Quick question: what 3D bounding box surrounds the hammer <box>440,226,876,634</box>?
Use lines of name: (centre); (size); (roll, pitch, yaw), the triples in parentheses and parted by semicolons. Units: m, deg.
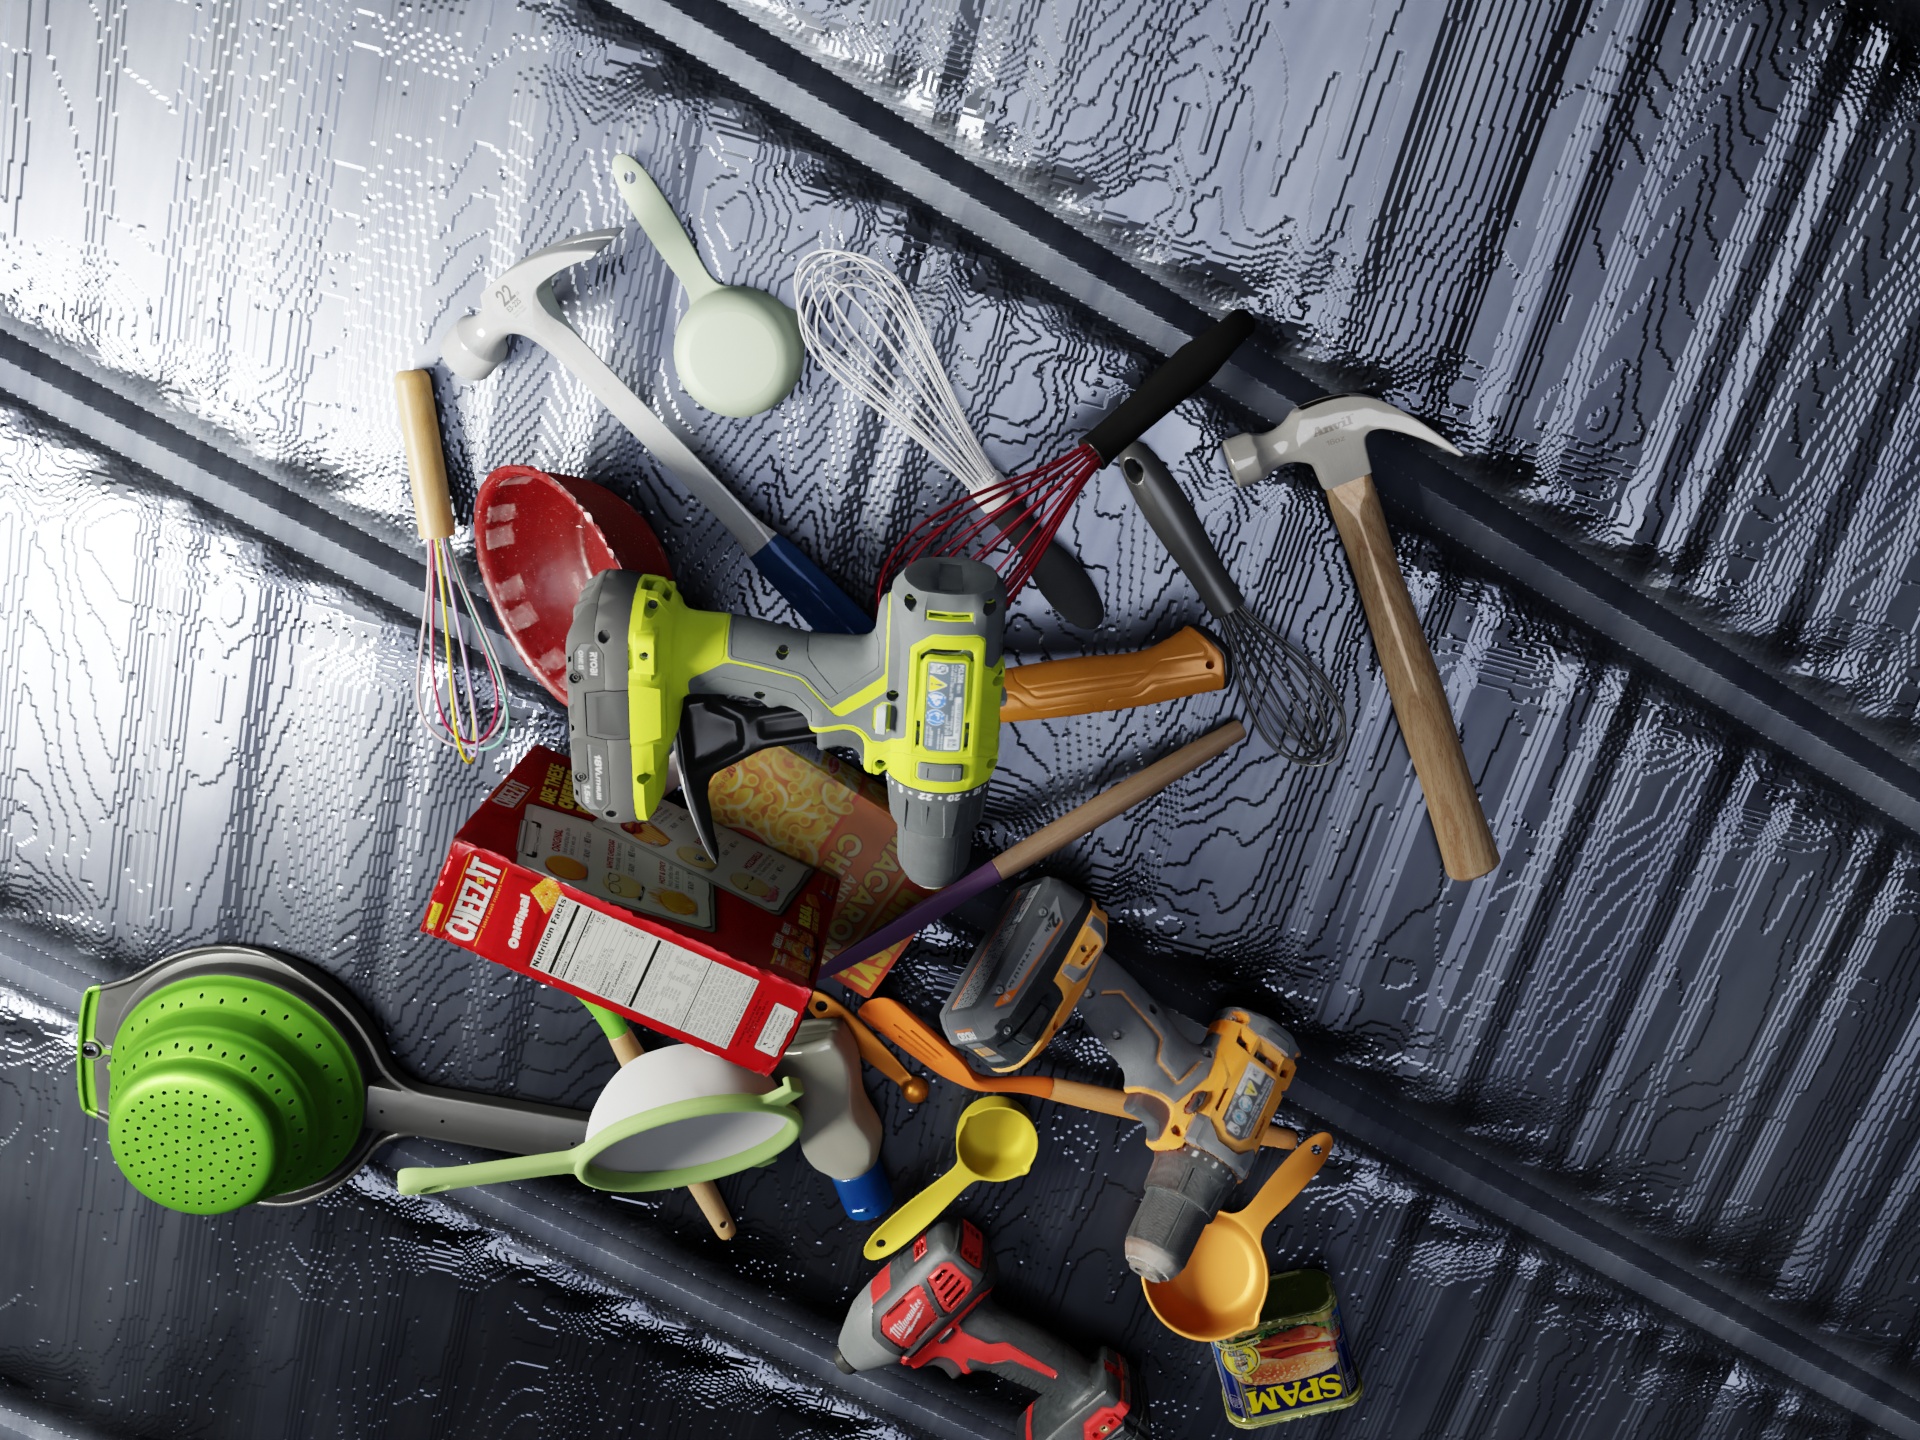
hammer: (-0.123, -0.115, 0.956); (0.144, 0.035, 0.405); (-30, 112, 39)

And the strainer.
strainer: (-0.234, 0.260, 1.041); (0.256, 0.069, 0.151); (-4, 148, -17)

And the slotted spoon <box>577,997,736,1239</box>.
slotted spoon: (-0.227, 0.237, 1.098); (0.070, 0.031, 0.313); (-29, 110, -15)

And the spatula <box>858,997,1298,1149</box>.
spatula: (0.086, 0.248, 1.091); (0.322, 0.081, 0.041); (15, 68, -12)

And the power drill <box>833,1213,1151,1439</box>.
power drill: (0.020, 0.471, 1.153); (0.219, 0.078, 0.143); (42, 103, -9)

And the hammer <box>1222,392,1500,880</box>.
hammer: (0.279, -0.047, 0.997); (0.130, 0.031, 0.331); (-21, 108, 8)

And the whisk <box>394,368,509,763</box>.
whisk: (-0.318, -0.091, 0.979); (0.051, 0.047, 0.245); (2, 106, 24)

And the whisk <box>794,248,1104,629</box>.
whisk: (-0.002, -0.161, 0.952); (0.070, 0.070, 0.284); (-36, 110, 12)

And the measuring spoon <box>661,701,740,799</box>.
measuring spoon: (-0.186, 0.034, 1.034); (0.034, 0.018, 0.124); (42, 103, -12)

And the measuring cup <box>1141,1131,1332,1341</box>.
measuring cup: (0.203, 0.357, 1.121); (0.095, 0.052, 0.173); (42, 87, 20)

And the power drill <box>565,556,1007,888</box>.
power drill: (-0.090, 0.003, 0.868); (0.228, 0.080, 0.190); (3, 118, -2)

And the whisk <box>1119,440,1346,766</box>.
whisk: (0.167, -0.071, 0.983); (0.055, 0.055, 0.239); (-32, 101, 11)

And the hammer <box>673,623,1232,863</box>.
hammer: (-0.002, -0.003, 0.951); (0.337, 0.034, 0.127); (-9, 94, -6)

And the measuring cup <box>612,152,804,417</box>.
measuring cup: (-0.155, -0.253, 0.926); (0.083, 0.038, 0.167); (-29, 108, 10)

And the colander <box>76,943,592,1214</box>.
colander: (-0.419, 0.277, 1.078); (0.397, 0.094, 0.204); (10, 108, -3)

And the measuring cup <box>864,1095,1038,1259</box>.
measuring cup: (-0.011, 0.323, 1.121); (0.156, 0.029, 0.062); (-43, 102, 10)

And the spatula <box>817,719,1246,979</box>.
spatula: (0.045, 0.083, 1.012); (0.316, 0.059, 0.018); (-30, 75, -5)

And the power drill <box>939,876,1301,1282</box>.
power drill: (0.098, 0.231, 1.027); (0.226, 0.084, 0.185); (37, 64, -11)

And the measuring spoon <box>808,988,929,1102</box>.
measuring spoon: (-0.065, 0.227, 1.102); (0.021, 0.011, 0.117); (-42, 103, 13)

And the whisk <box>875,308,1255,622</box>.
whisk: (0.061, -0.142, 0.920); (0.296, 0.073, 0.073); (-42, 104, -7)
